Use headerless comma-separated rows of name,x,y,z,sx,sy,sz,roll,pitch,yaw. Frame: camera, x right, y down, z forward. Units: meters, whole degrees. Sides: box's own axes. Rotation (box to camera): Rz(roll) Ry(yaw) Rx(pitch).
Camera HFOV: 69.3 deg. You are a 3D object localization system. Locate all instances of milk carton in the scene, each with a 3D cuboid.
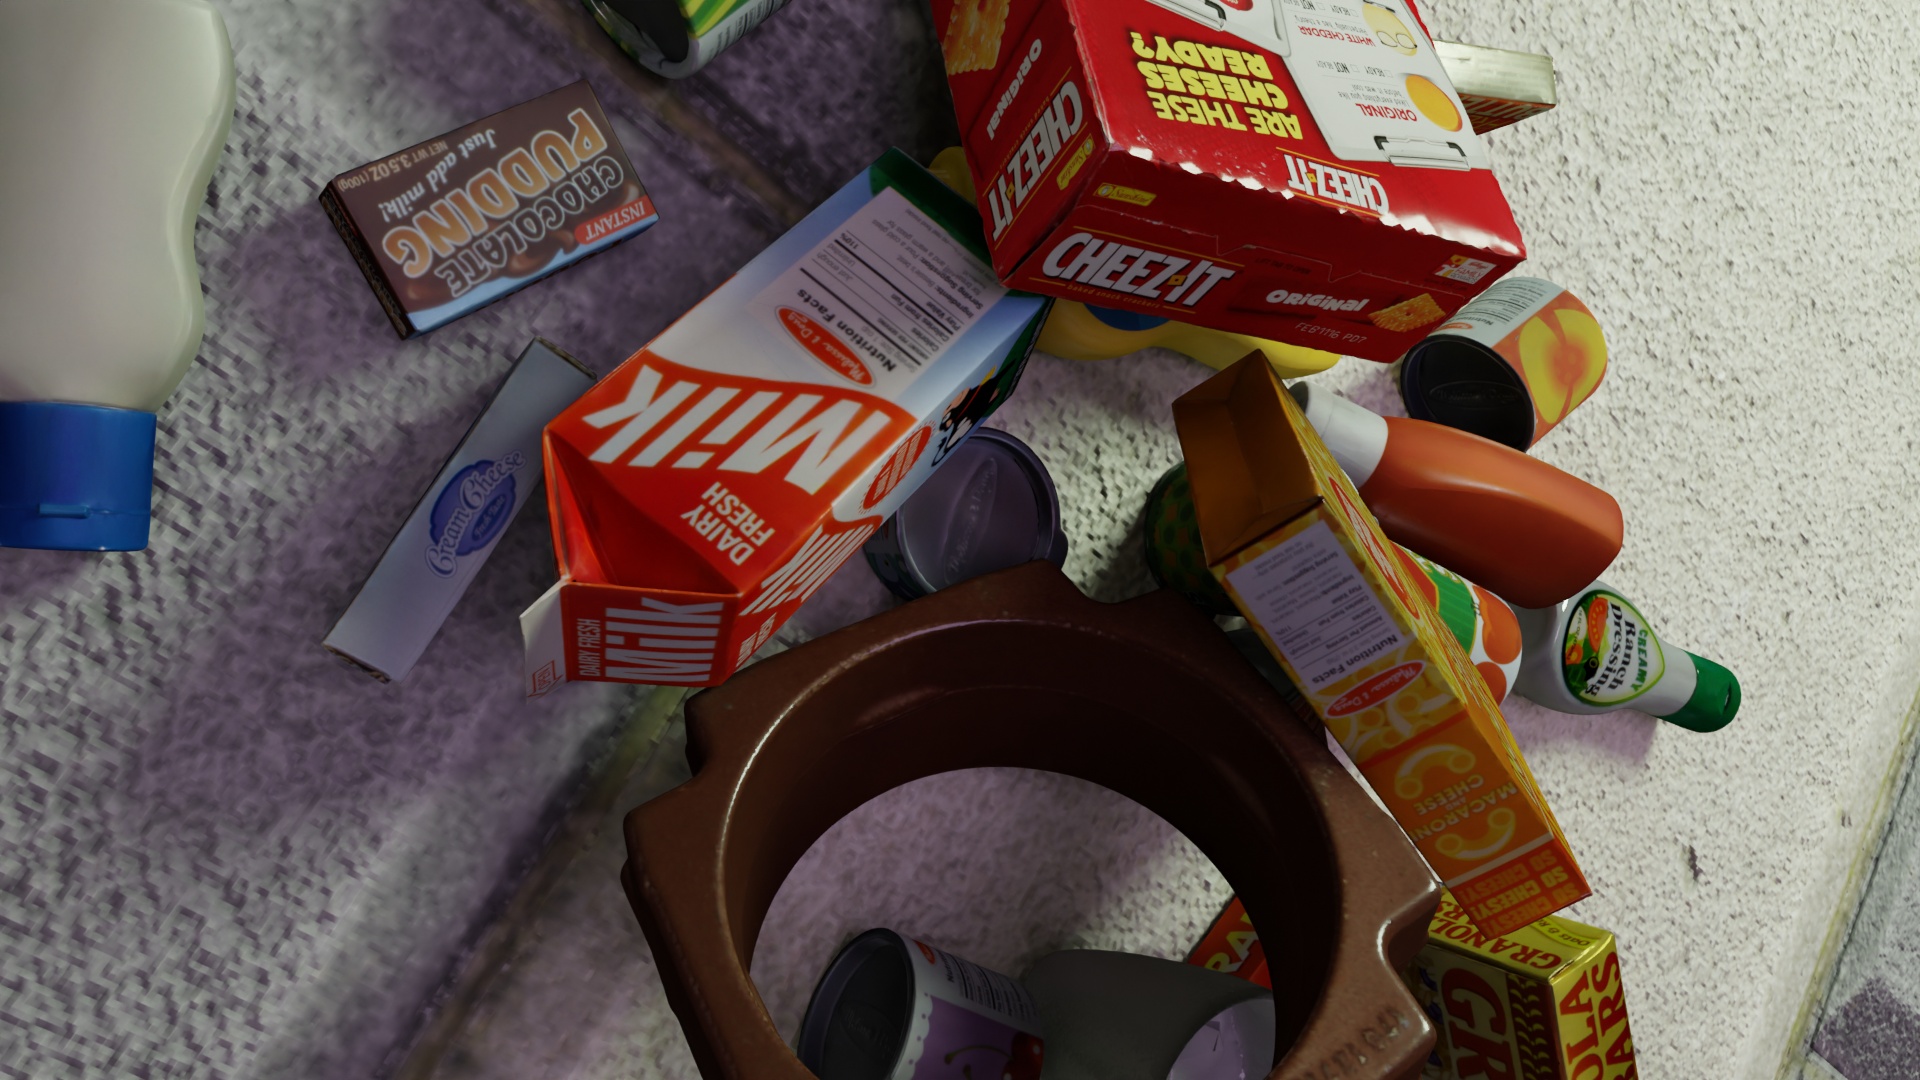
milk carton,-0.059,-0.027,0.417,0.073,0.072,0.191,40,61,7

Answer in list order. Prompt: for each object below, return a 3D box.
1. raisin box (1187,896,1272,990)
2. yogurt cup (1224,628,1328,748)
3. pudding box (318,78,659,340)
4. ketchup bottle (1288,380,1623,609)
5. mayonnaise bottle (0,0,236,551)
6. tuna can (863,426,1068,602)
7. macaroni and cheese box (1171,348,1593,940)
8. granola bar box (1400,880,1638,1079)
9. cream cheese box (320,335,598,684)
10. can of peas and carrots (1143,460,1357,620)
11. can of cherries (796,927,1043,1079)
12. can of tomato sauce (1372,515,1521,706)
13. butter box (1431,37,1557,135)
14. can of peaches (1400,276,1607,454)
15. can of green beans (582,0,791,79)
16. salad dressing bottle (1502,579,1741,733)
raisin box,0.158,0.192,0.583,0.086,0.040,0.123,-46,112,-19
yogurt cup,0.111,0.074,0.543,0.072,0.072,0.053,-33,114,-24
pudding box,-0.141,-0.100,0.421,0.084,0.030,0.049,-32,106,-24
ketchup bottle,0.199,-0.021,0.584,0.149,0.064,0.044,23,52,-13
mayonnaise bottle,-0.231,-0.072,0.367,0.065,0.041,0.148,4,90,-27
tuna can,0.002,-0.006,0.499,0.071,0.033,0.071,-1,91,-28
macaroni and cheese box,0.134,0.031,0.457,0.040,0.124,0.166,-32,111,18
granola bar box,0.184,0.209,0.503,0.039,0.124,0.165,-18,100,-28
cream cheese box,-0.146,-0.008,0.406,0.024,0.053,0.104,34,74,-18
can of peas and carrots,0.115,0.000,0.546,0.071,0.058,0.071,0,91,-28
can of cherries,-0.015,0.176,0.474,0.058,0.071,0.071,30,77,-27
can of tomato sauce,0.181,0.036,0.578,0.083,0.071,0.071,23,80,-28
butter box,0.200,-0.193,0.594,0.104,0.053,0.024,-4,90,-29
can of peaches,0.239,-0.072,0.609,0.058,0.071,0.071,-36,107,-24
can of green beans,-0.085,-0.187,0.431,0.058,0.071,0.071,-45,110,-20
salad dressing bottle,0.314,0.058,0.663,0.148,0.044,0.064,19,83,-28
